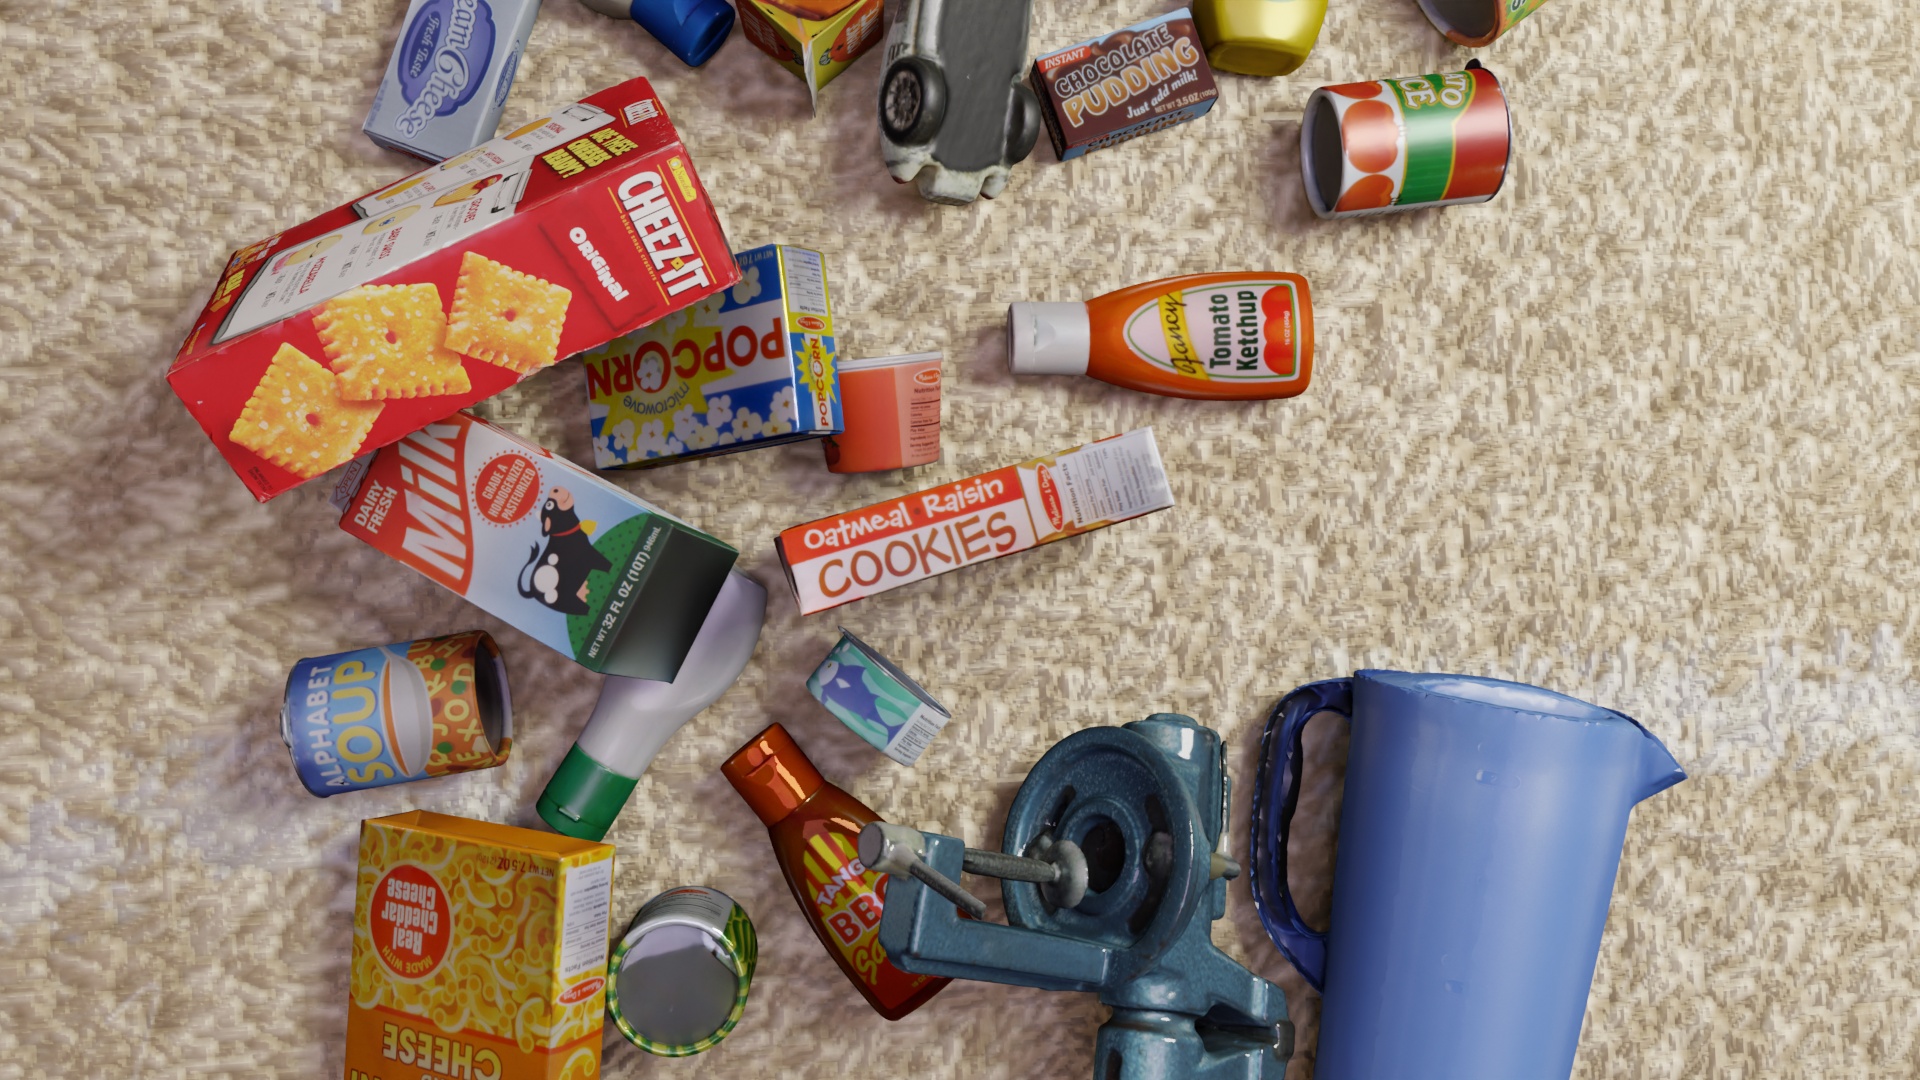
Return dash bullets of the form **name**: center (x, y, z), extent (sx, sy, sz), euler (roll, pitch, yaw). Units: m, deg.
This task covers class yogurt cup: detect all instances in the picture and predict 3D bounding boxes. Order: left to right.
- **yogurt cup**: center (-0.040, -0.062, 0.672), extent (0.072, 0.072, 0.054), euler (-7, 98, -4)

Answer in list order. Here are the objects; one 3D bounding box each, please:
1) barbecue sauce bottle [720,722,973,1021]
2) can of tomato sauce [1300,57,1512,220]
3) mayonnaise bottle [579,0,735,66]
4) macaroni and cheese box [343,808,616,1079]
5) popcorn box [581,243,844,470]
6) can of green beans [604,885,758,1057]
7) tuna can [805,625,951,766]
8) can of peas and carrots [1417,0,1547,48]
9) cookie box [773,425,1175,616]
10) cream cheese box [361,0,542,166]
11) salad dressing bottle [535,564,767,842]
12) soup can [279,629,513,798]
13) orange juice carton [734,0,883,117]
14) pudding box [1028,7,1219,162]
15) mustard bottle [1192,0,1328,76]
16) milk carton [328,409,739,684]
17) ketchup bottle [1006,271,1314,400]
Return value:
- **barbecue sauce bottle**: center (-0.057, 0.157, 0.675), extent (0.065, 0.043, 0.148), euler (-38, 91, -3)
- **can of tomato sauce**: center (0.220, -0.199, 0.693), extent (0.083, 0.071, 0.071), euler (-8, 90, -4)
- **mayonnaise bottle**: center (-0.177, -0.293, 0.677), extent (0.148, 0.041, 0.065), euler (40, 87, -2)
- **macaroni and cheese box**: center (-0.222, 0.216, 0.637), extent (0.123, 0.040, 0.166), euler (3, 89, 26)
- **popcorn box**: center (-0.118, -0.082, 0.647), extent (0.126, 0.038, 0.085), euler (-7, 90, 31)
- **can of green beans**: center (-0.132, 0.204, 0.661), extent (0.071, 0.058, 0.071), euler (0, 89, -4)
- **tuna can**: center (-0.042, 0.075, 0.668), extent (0.071, 0.071, 0.033), euler (39, 87, -3)
- **can of peas and carrots**: center (0.270, -0.292, 0.697), extent (0.059, 0.071, 0.071), euler (-38, 92, -3)
- **cookie box**: center (0.002, -0.008, 0.644), extent (0.168, 0.123, 0.040), euler (-16, 90, -4)
- **cream cheese box**: center (-0.247, -0.235, 0.678), extent (0.053, 0.024, 0.104), euler (19, 87, -4)
- **salad dressing bottle**: center (-0.150, 0.074, 0.671), extent (0.064, 0.044, 0.147), euler (32, 88, -1)
- **soup can**: center (-0.260, 0.080, 0.647), extent (0.084, 0.071, 0.071), euler (-10, 90, -5)
- **orange juice carton**: center (-0.074, -0.309, 0.670), extent (0.073, 0.072, 0.192), euler (-1, 89, -4)
- **pudding box**: center (0.082, -0.230, 0.701), extent (0.084, 0.030, 0.049), euler (-19, 90, -5)
- **mustard bottle**: center (0.154, -0.319, 0.699), extent (0.065, 0.049, 0.160), euler (4, 89, -7)
- **milk carton**: center (-0.207, -0.009, 0.637), extent (0.191, 0.073, 0.072), euler (27, 88, 18)
- **ketchup bottle**: center (0.098, -0.101, 0.693), extent (0.149, 0.043, 0.064), euler (-1, 89, -4)
